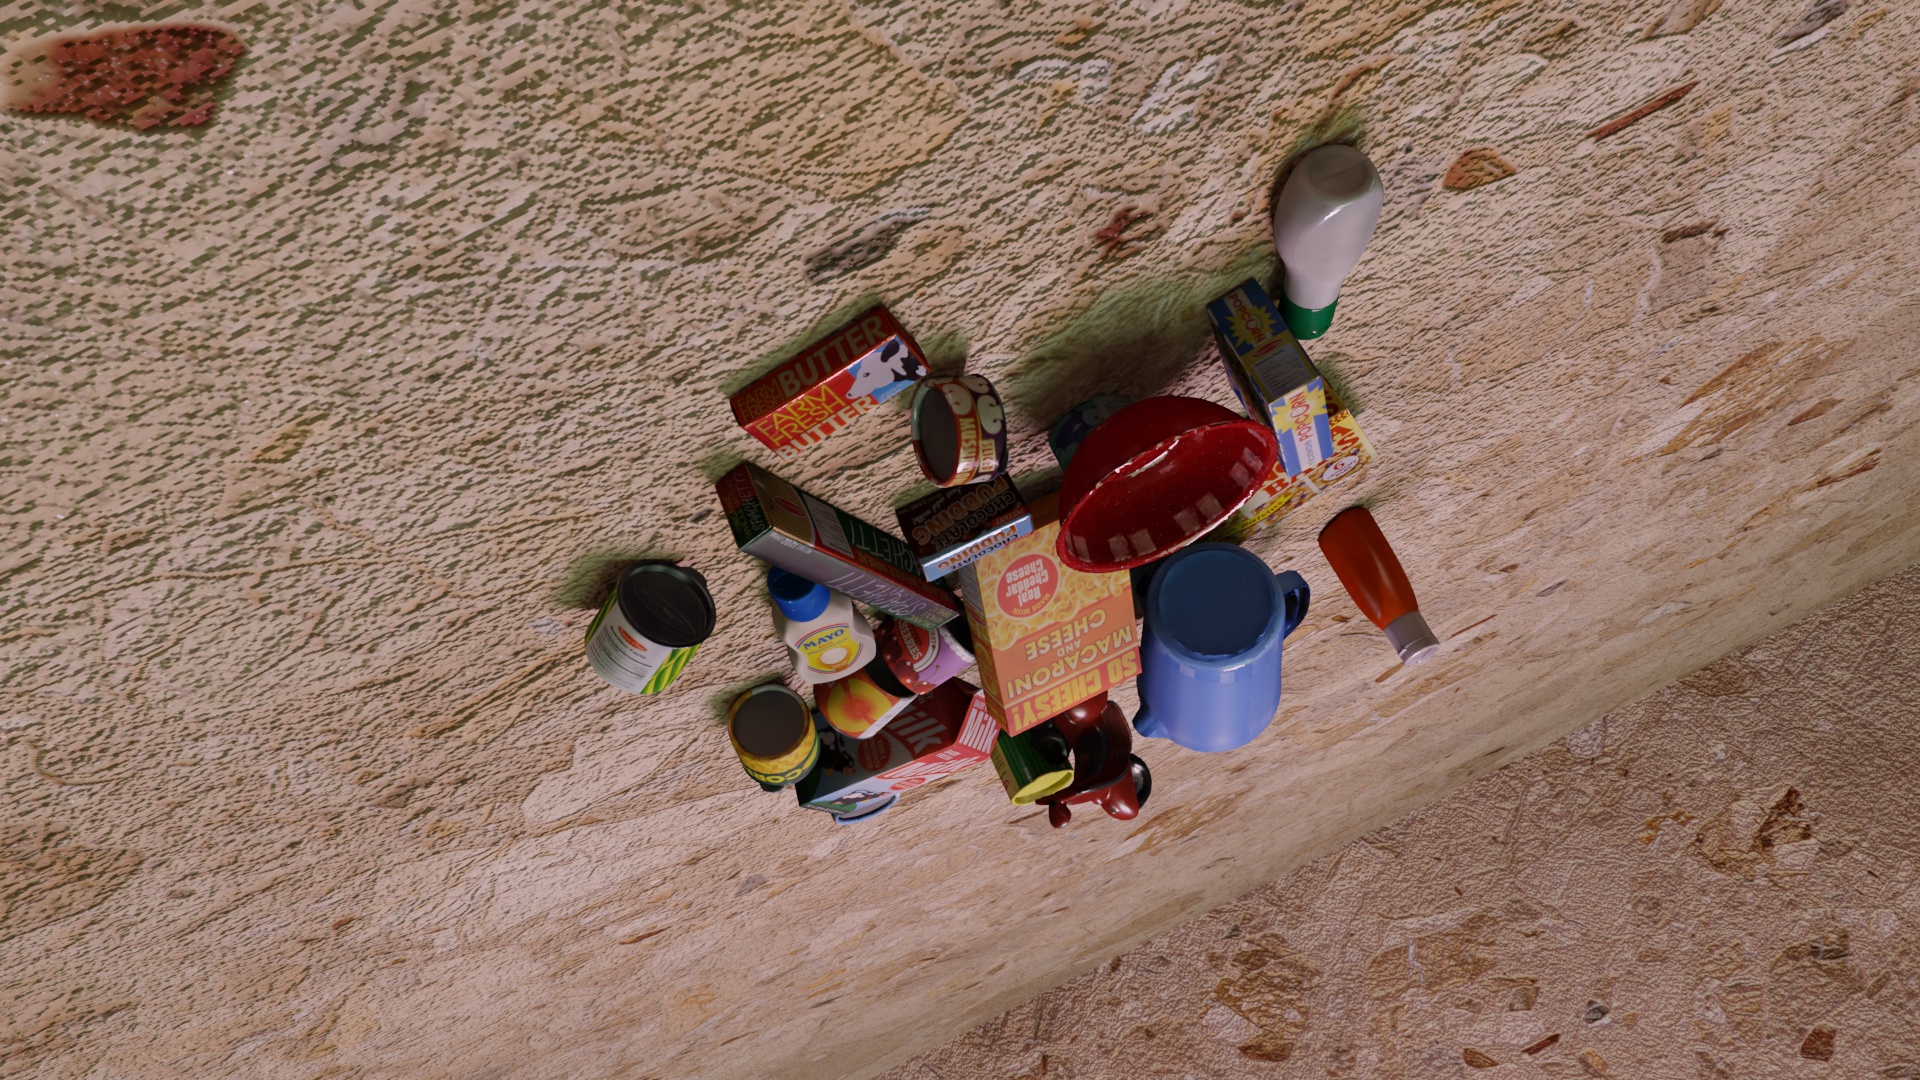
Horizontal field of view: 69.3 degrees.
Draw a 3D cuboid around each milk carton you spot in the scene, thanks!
[{"bbox_3d":[-0.046,0.163,1.166,0.190,0.074,0.072,-23,154,17],"label":"milk carton"}]

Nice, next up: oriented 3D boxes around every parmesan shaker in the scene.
[{"bbox_3d":[0.056,0.185,1.295,0.071,0.103,0.071,-21,153,-11],"label":"parmesan shaker"}]

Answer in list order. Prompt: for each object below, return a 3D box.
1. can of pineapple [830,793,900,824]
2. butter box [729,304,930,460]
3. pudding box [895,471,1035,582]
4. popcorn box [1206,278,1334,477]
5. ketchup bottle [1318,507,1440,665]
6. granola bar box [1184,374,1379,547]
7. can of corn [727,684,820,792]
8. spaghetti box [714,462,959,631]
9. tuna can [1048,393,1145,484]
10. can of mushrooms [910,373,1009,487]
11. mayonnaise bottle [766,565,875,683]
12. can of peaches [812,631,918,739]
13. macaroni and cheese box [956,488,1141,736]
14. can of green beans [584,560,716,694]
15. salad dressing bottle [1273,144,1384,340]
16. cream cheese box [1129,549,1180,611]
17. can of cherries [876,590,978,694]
[{"bbox_3d":[-0.097,0.221,1.275,0.071,0.058,0.070,-21,153,-11],"label":"can of pineapple"},{"bbox_3d":[-0.073,-0.087,0.780,0.103,0.024,0.053,-30,154,8],"label":"butter box"},{"bbox_3d":[0.003,-0.012,0.953,0.084,0.050,0.030,-25,152,-3],"label":"pudding box"},{"bbox_3d":[0.209,-0.105,0.928,0.038,0.085,0.126,-29,154,7],"label":"popcorn box"},{"bbox_3d":[0.389,0.045,1.286,0.044,0.149,0.064,-13,150,-22],"label":"ketchup bottle"},{"bbox_3d":[0.238,-0.053,1.099,0.165,0.039,0.124,-34,153,16],"label":"granola bar box"},{"bbox_3d":[-0.148,0.157,1.100,0.071,0.071,0.058,-21,152,-9],"label":"can of corn"},{"bbox_3d":[-0.073,0.011,0.926,0.028,0.050,0.250,-32,153,16],"label":"spaghetti box"},{"bbox_3d":[0.095,-0.067,0.954,0.071,0.033,0.070,-21,153,-11],"label":"tuna can"},{"bbox_3d":[-0.001,-0.064,0.832,0.033,0.071,0.070,-9,148,-28],"label":"can of mushrooms"},{"bbox_3d":[-0.103,0.056,0.990,0.065,0.041,0.147,-23,154,-3],"label":"mayonnaise bottle"},{"bbox_3d":[-0.075,0.112,1.092,0.071,0.071,0.058,7,138,-47],"label":"can of peaches"},{"bbox_3d":[0.067,0.049,1.036,0.124,0.040,0.165,-24,124,-19],"label":"macaroni and cheese box"},{"bbox_3d":[-0.197,0.056,0.879,0.071,0.071,0.057,0,144,-41],"label":"can of green beans"},{"bbox_3d":[0.221,-0.178,0.856,0.064,0.044,0.147,-25,155,-7],"label":"salad dressing bottle"},{"bbox_3d":[0.166,0.025,1.192,0.053,0.024,0.103,-29,153,4],"label":"cream cheese box"},{"bbox_3d":[-0.024,0.076,1.069,0.058,0.072,0.071,-34,152,18],"label":"can of cherries"}]
